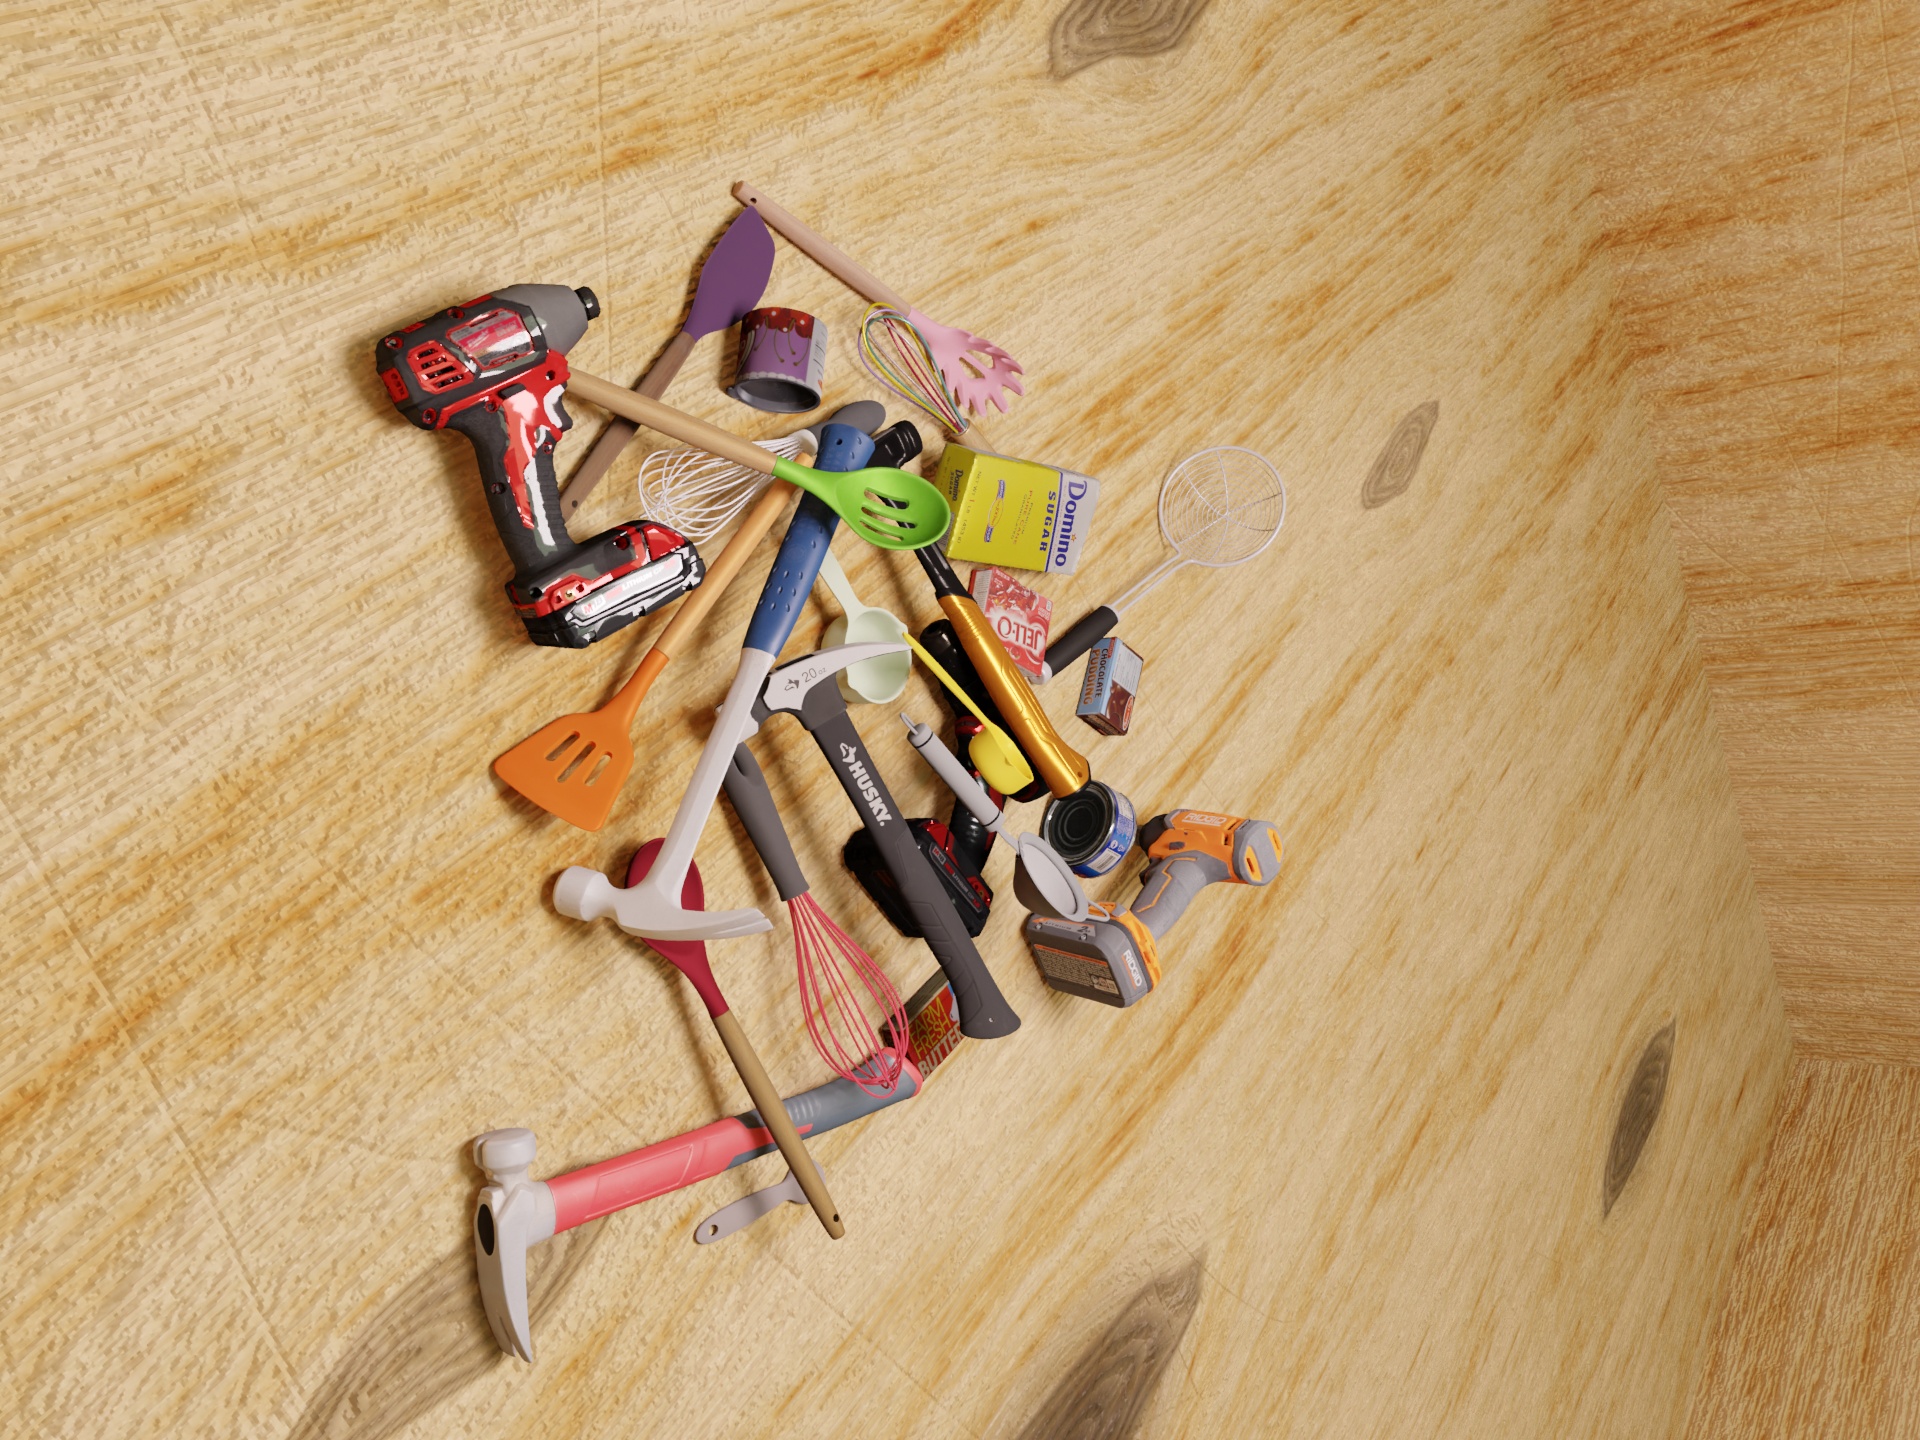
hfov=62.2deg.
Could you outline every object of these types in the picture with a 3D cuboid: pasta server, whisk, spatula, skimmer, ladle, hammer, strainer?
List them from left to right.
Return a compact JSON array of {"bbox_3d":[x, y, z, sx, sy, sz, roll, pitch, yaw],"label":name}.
[{"bbox_3d":[-0.208,-0.256,1.145,0.316,0.018,0.059,-63,142,-31],"label":"spatula"},{"bbox_3d":[-0.192,-0.067,1.092,0.081,0.041,0.323,33,70,0],"label":"spatula"},{"bbox_3d":[-0.167,0.317,1.129,0.386,0.038,0.143,-6,93,-49],"label":"hammer"},{"bbox_3d":[-0.155,0.227,1.116,0.069,0.031,0.315,-33,99,-47],"label":"ladle"},{"bbox_3d":[-0.139,-0.035,1.108,0.035,0.144,0.406,69,36,-60],"label":"hammer"},{"bbox_3d":[-0.139,-0.197,1.195,0.284,0.070,0.070,-36,113,-49],"label":"whisk"},{"bbox_3d":[-0.114,0.146,1.175,0.073,0.073,0.296,-30,97,-46],"label":"whisk"},{"bbox_3d":[-0.062,-0.345,1.305,0.316,0.060,0.040,28,25,-42],"label":"pasta server"},{"bbox_3d":[-0.040,0.096,1.186,0.146,0.035,0.334,-31,104,-11],"label":"hammer"},{"bbox_3d":[-0.009,-0.266,1.351,0.244,0.051,0.047,44,32,-44],"label":"whisk"},{"bbox_3d":[0.005,-0.074,1.283,0.336,0.034,0.127,58,44,-12],"label":"hammer"},{"bbox_3d":[0.028,0.084,1.255,0.258,0.050,0.087,50,18,-26],"label":"strainer"},{"bbox_3d":[0.184,-0.151,1.529,0.363,0.127,0.090,-39,157,-38],"label":"skimmer"}]

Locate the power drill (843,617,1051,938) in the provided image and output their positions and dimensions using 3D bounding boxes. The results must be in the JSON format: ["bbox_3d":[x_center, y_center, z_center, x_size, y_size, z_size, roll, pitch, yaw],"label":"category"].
[{"bbox_3d":[-0.007,0.046,1.308,0.187,0.080,0.227,55,47,-31],"label":"power drill"}]

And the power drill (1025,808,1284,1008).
[{"bbox_3d":[0.168,0.158,1.454,0.226,0.164,0.084,-36,114,-31],"label":"power drill"}]

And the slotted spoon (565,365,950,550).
[{"bbox_3d":[-0.153,-0.189,1.103,0.313,0.031,0.070,20,59,-19],"label":"slotted spoon"}]

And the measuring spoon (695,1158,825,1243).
[{"bbox_3d":[-0.143,0.356,1.167,0.124,0.018,0.034,-14,98,-48],"label":"measuring spoon"}]

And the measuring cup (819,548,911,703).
[{"bbox_3d":[-0.098,-0.087,1.244,0.083,0.038,0.167,-49,120,-39],"label":"measuring cup"}]

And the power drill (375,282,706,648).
[{"bbox_3d":[-0.259,-0.166,1.017,0.143,0.079,0.219,-33,110,-25],"label":"power drill"}]

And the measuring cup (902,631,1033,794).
[{"bbox_3d":[-0.002,-0.004,1.256,0.156,0.029,0.062,49,12,-8],"label":"measuring cup"}]
